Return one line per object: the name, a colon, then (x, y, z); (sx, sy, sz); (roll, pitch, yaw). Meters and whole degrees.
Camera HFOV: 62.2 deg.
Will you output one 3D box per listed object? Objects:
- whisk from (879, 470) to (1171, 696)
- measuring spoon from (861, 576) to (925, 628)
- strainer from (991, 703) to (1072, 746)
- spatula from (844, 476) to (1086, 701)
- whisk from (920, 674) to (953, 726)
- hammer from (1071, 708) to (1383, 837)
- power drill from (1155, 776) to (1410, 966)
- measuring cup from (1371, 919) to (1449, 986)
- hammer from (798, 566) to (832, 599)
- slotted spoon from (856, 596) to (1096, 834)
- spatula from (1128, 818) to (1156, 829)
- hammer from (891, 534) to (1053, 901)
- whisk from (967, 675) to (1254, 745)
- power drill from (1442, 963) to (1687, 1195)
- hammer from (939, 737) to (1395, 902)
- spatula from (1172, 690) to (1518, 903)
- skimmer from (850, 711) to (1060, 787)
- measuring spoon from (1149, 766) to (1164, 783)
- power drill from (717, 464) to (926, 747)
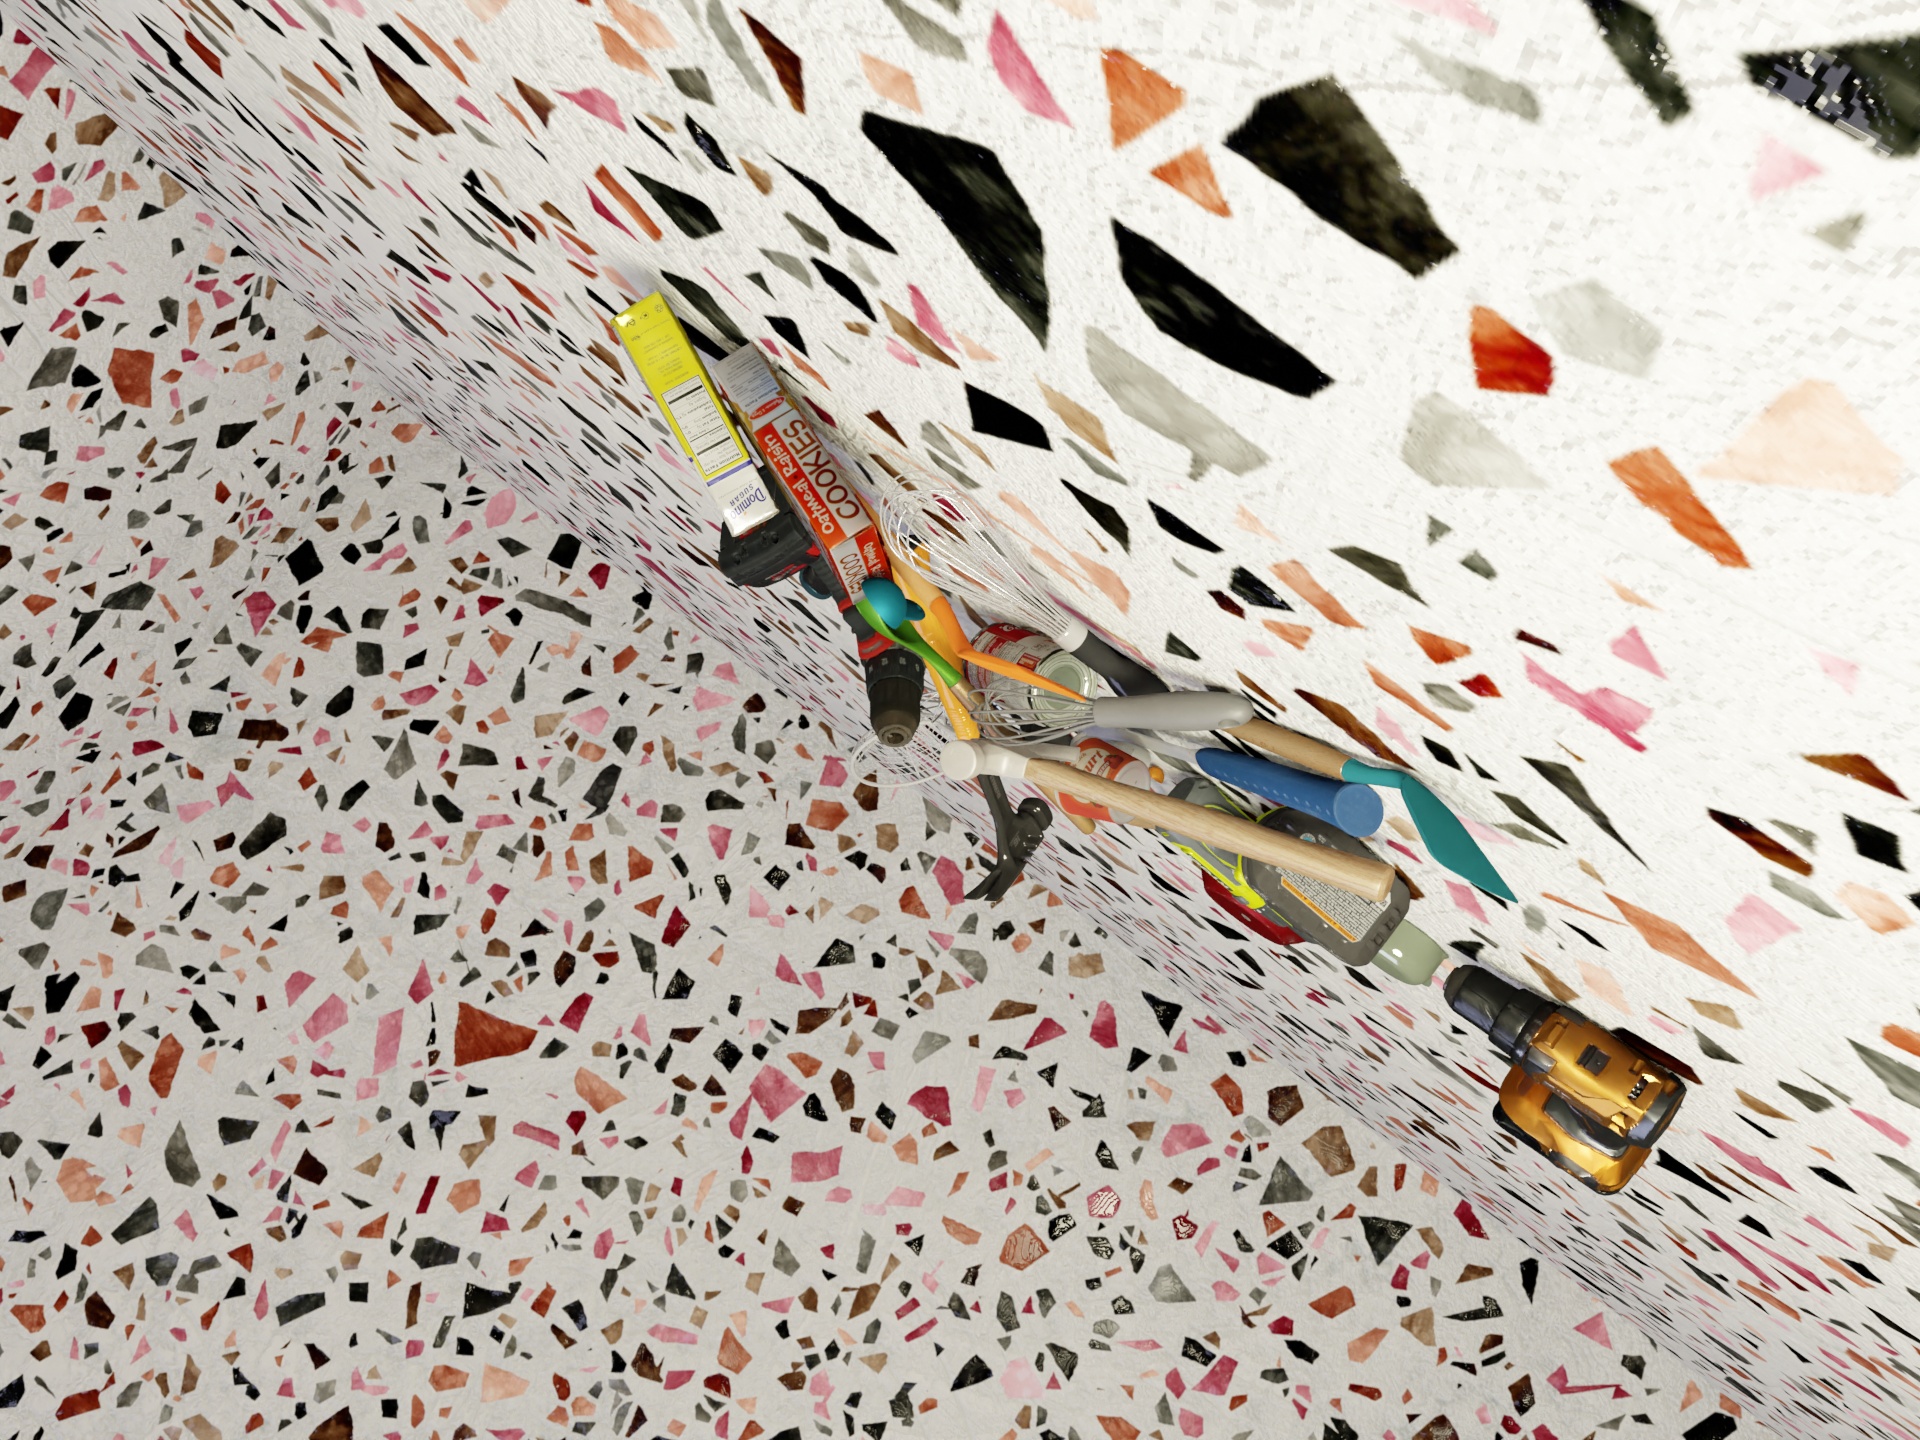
whisk: (0.055, -0.081, 1.132); (0.284, 0.070, 0.070); (35, 174, -24)
measuring spoon: (-0.041, -0.090, 1.195); (0.042, 0.021, 0.128); (56, -167, 7)
strainer: (0.048, -0.012, 1.598); (0.258, 0.050, 0.087); (45, -146, -15)
spatula: (-0.022, -0.107, 1.187); (0.081, 0.041, 0.323); (22, -157, -48)
whisk: (-0.010, -0.020, 1.505); (0.246, 0.058, 0.059); (29, -137, -87)
hammer: (0.182, 0.027, 1.233); (0.144, 0.035, 0.406); (41, 172, -23)
power drill: (0.269, 0.130, 1.297); (0.190, 0.080, 0.228); (40, 175, -9)
measuring cup: (0.386, 0.214, 1.388); (0.083, 0.038, 0.167); (32, 169, 35)
hammer: (-0.132, -0.157, 1.592); (0.128, 0.033, 0.331); (40, 172, -6)
slotted spoon: (0.011, -0.013, 1.285); (0.313, 0.031, 0.070); (47, -159, -22)
spatula: (0.184, 0.094, 1.466); (0.060, 0.018, 0.315); (33, -175, 19)
hammer: (-0.002, -0.004, 1.355); (0.034, 0.127, 0.336); (1, 126, 33)
whisk: (0.101, -0.008, 1.134); (0.239, 0.055, 0.055); (0, 148, 39)
power drill: (0.473, 0.284, 1.269); (0.185, 0.084, 0.226); (34, 167, 30)
hammer: (0.155, 0.068, 1.172); (0.331, 0.031, 0.130); (18, -170, 25)
spatula: (0.228, 0.034, 1.029); (0.082, 0.044, 0.318); (25, -178, -33)
skimmer: (0.018, 0.051, 1.552); (0.127, 0.090, 0.363); (8, -177, -34)
measuring spoon: (0.155, 0.032, 1.496); (0.021, 0.011, 0.117); (43, 174, -37)
power drill: (-0.102, -0.098, 1.340); (0.226, 0.080, 0.188); (44, -149, -39)
